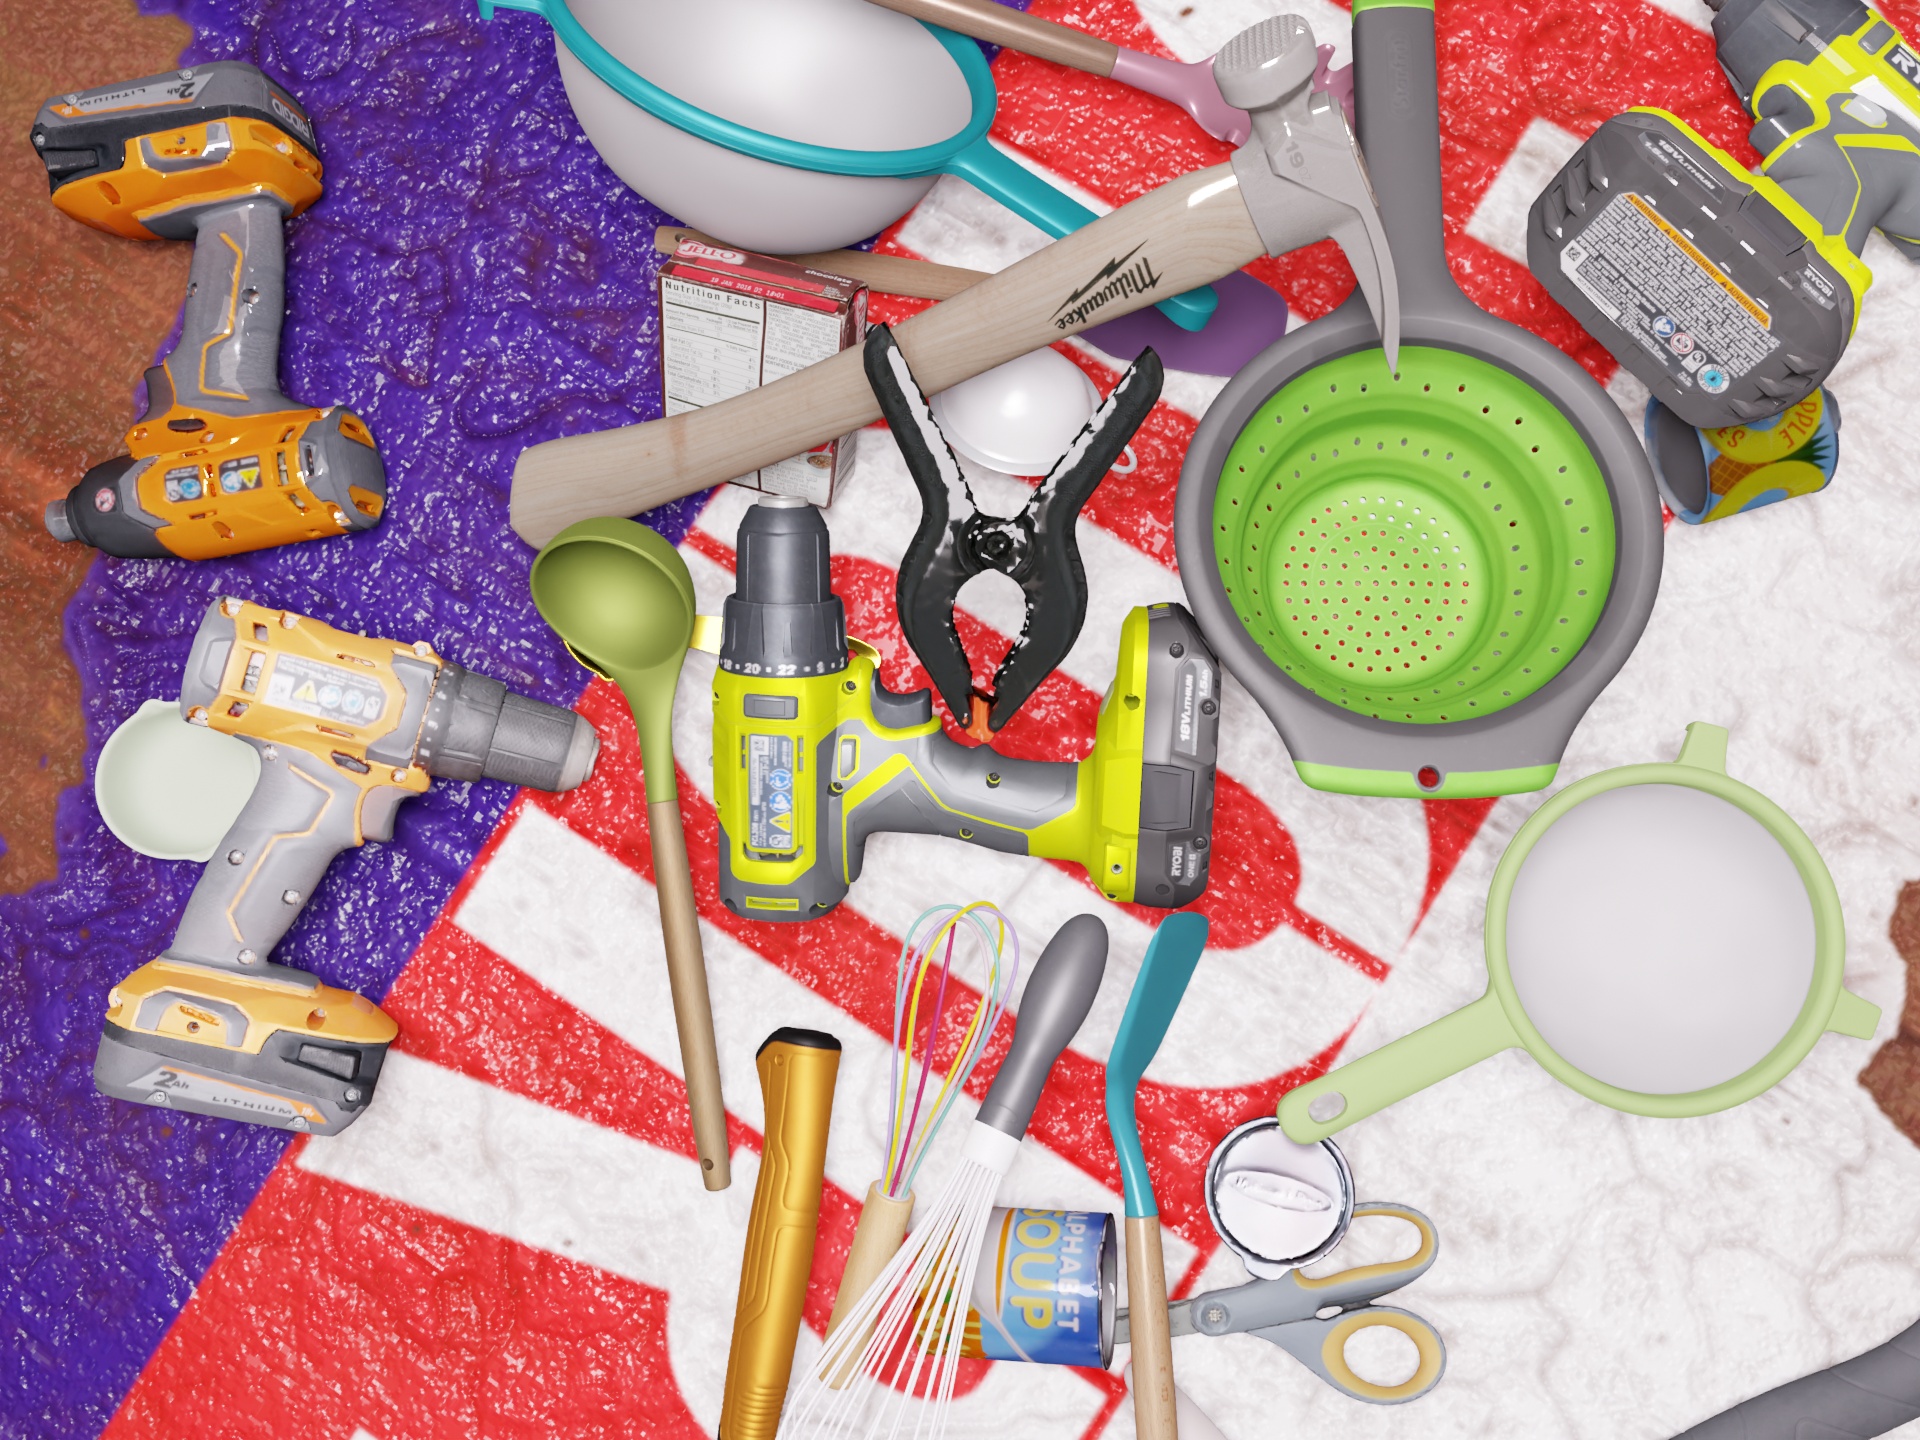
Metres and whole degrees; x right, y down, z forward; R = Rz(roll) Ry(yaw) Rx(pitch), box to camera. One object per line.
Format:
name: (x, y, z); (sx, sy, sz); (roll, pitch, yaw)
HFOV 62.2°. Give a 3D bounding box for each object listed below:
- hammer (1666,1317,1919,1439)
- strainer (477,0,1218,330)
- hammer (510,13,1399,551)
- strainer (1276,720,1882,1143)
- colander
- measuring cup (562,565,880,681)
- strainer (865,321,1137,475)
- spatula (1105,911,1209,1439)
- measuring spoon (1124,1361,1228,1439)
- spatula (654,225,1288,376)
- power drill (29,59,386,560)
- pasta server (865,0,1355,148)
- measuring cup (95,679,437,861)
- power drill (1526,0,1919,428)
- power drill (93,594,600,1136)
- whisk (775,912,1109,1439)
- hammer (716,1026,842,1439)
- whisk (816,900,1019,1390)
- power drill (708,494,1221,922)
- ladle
hammer: (0.282, 0.354, 0.701); (0.409, 0.036, 0.149); (-25, 84, 2)
strainer: (-0.043, -0.250, 0.738); (0.340, 0.095, 0.211); (34, 45, 4)
hammer: (-0.022, -0.146, 0.688); (0.410, 0.146, 0.038); (-18, 41, 24)
strainer: (0.254, 0.119, 0.708); (0.256, 0.069, 0.151); (-27, 85, 2)
colander: (0.197, -0.154, 0.731); (0.204, 0.094, 0.397); (1, 78, 3)
measuring cup: (-0.117, -0.041, 0.780); (0.156, 0.029, 0.062); (9, 90, -4)
strainer: (-0.033, -0.180, 0.771); (0.258, 0.050, 0.087); (21, 56, 12)
spatula: (0.092, 0.245, 0.700); (0.044, 0.082, 0.317); (-7, 80, 22)
measuring spoon: (0.117, 0.329, 0.701); (0.034, 0.018, 0.124); (-41, 57, -16)
spatula: (0.003, -0.217, 0.786); (0.316, 0.018, 0.060); (9, 82, 5)
power drill: (-0.385, -0.192, 0.787); (0.164, 0.084, 0.226); (-10, 88, 4)
pasta server: (0.048, -0.321, 0.748); (0.316, 0.040, 0.060); (14, 95, -10)
measuring cup: (-0.336, 0.014, 0.788); (0.167, 0.038, 0.083); (-21, 87, -8)
power drill: (0.354, -0.241, 0.696); (0.171, 0.080, 0.223); (46, 61, 6)
power drill: (-0.283, 0.071, 0.744); (0.185, 0.084, 0.226); (16, 86, -17)
whisk: (0.000, 0.210, 0.667); (0.070, 0.070, 0.285); (25, 75, 7)
hammer: (-0.089, 0.309, 0.714); (0.127, 0.034, 0.337); (-1, 77, 44)
whisk: (-0.028, 0.192, 0.715); (0.051, 0.047, 0.245); (18, 101, 10)
power drill: (-0.001, -0.002, 0.719); (0.228, 0.080, 0.190); (3, 103, 5)
ladle: (-0.141, 0.065, 0.737); (0.078, 0.062, 0.320); (-6, 93, 22)
